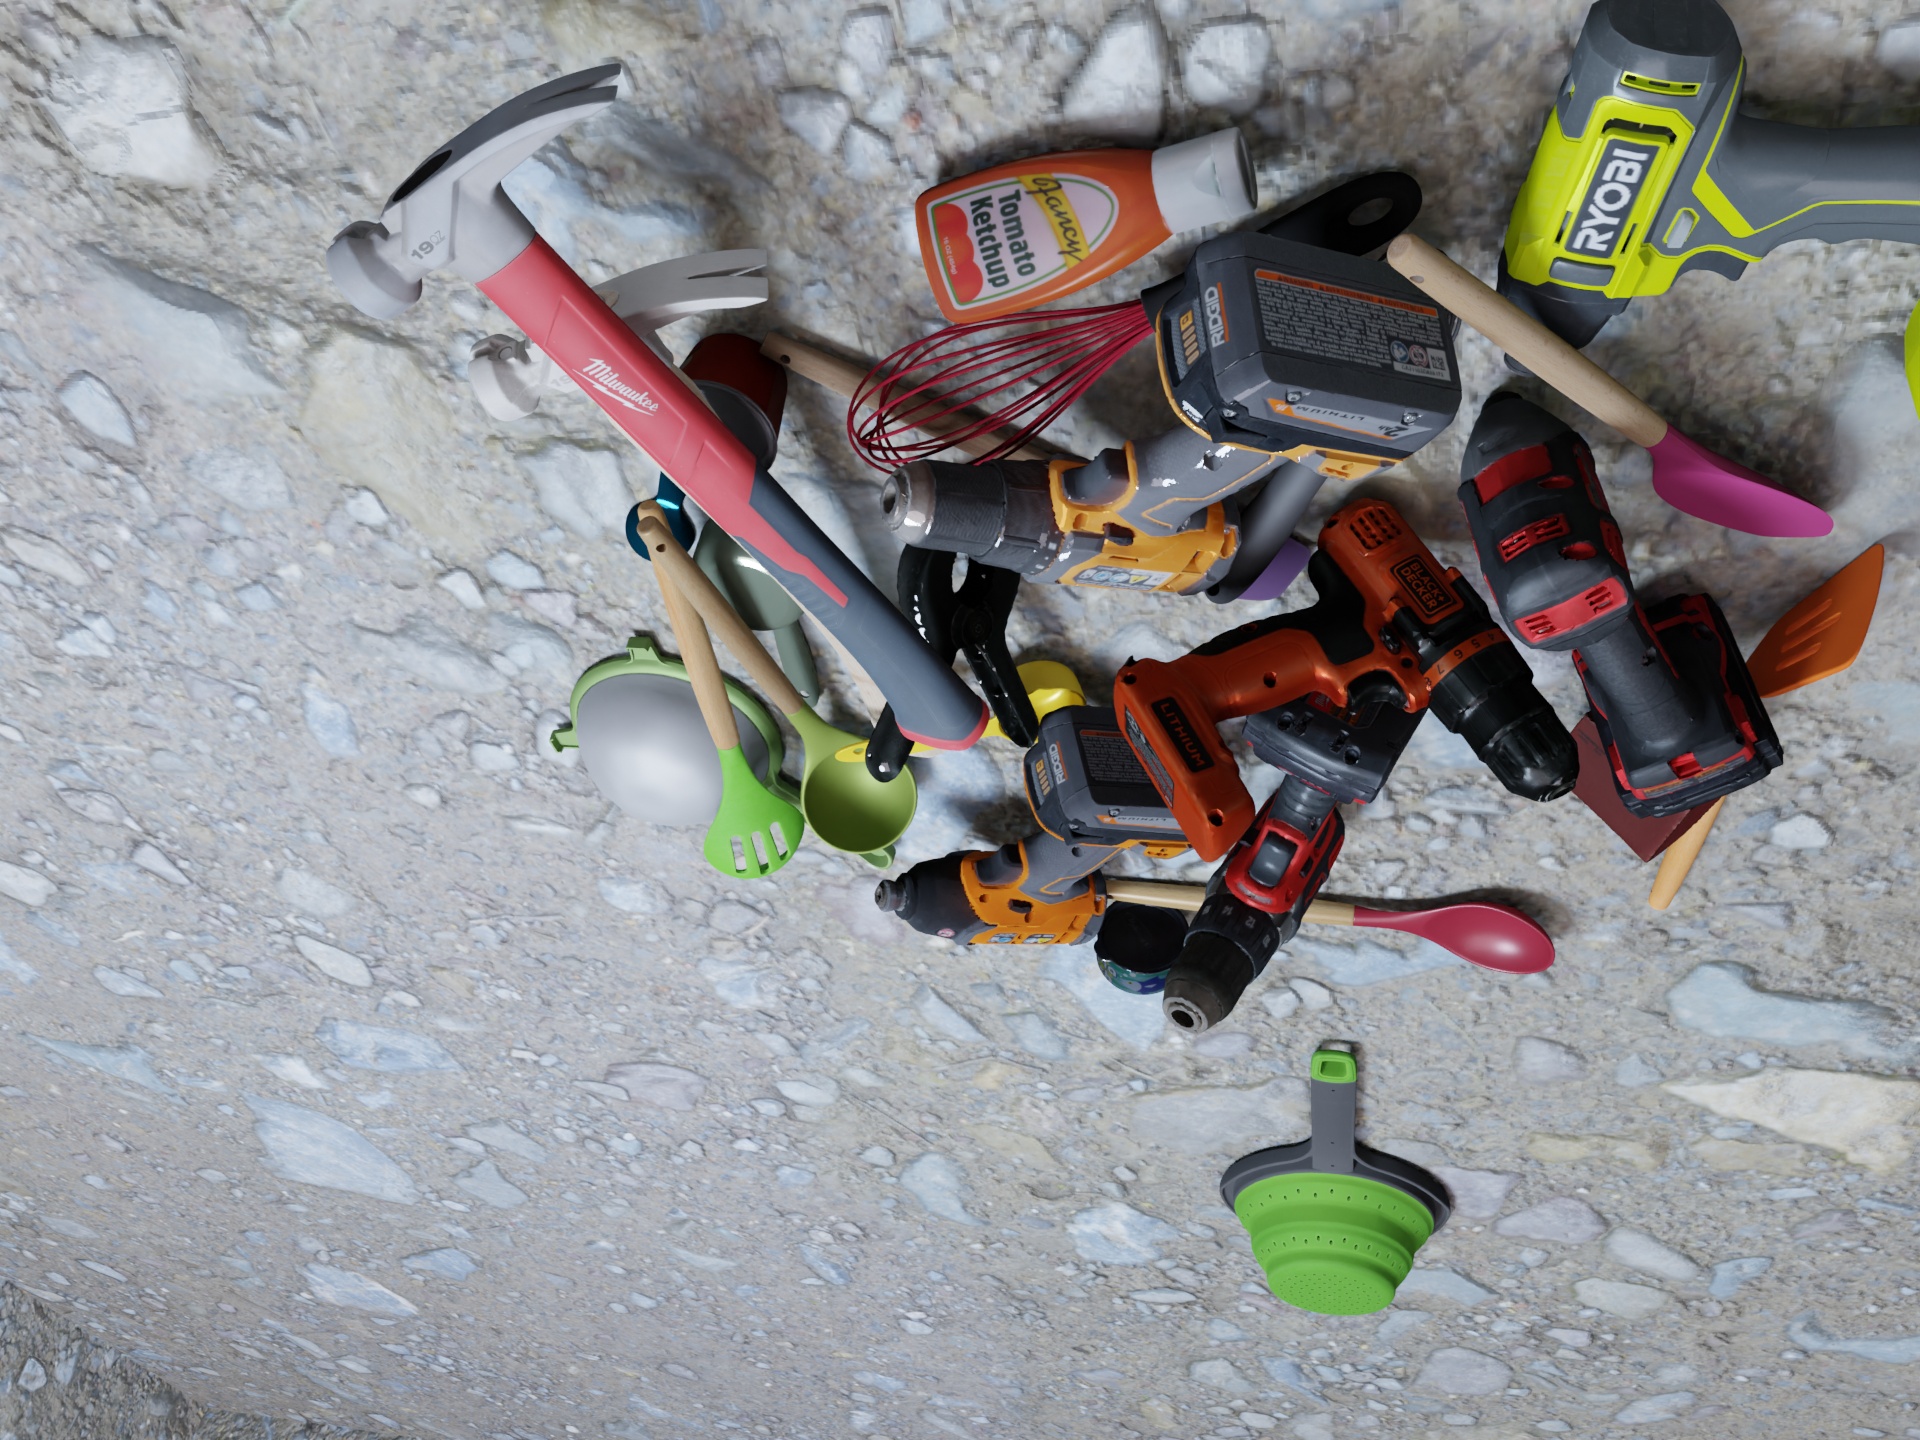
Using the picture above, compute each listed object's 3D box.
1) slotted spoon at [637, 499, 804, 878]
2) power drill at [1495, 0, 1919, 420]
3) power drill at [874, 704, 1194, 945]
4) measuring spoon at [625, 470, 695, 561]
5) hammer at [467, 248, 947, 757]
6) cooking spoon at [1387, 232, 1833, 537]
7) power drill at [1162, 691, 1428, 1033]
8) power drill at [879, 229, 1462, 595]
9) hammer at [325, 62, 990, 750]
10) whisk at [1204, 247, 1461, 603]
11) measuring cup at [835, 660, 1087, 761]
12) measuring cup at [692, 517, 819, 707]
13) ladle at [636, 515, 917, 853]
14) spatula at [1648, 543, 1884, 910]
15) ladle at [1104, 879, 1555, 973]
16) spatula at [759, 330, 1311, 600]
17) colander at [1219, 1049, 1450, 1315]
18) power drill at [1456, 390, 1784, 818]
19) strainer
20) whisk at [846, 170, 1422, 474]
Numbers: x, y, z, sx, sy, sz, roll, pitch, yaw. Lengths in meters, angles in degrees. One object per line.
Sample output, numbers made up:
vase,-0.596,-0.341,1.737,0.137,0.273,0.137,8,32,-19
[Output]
slotted spoon,-0.152,-0.004,0.982,0.070,0.031,0.313,-20,133,-10
power drill,0.341,-0.195,0.650,0.223,0.080,0.171,12,146,7
power drill,0.052,0.079,1.019,0.164,0.084,0.226,4,147,-27
measuring spoon,-0.166,-0.131,0.908,0.042,0.021,0.128,20,141,-9
hammer,-0.080,-0.088,0.859,0.146,0.038,0.410,-16,147,16
cooking spoon,0.293,-0.138,0.703,0.318,0.017,0.069,20,174,-34
power drill,0.187,0.064,0.917,0.080,0.188,0.226,29,141,16
power drill,0.084,-0.124,0.715,0.185,0.084,0.226,3,160,-27
hammer,-0.088,-0.110,0.726,0.143,0.038,0.385,-26,132,22
whisk,0.175,-0.135,0.783,0.055,0.055,0.238,20,141,-8
measuring cup,-0.002,-0.003,0.972,0.156,0.029,0.062,-12,147,0
measuring cup,-0.114,-0.055,0.970,0.083,0.038,0.167,1,137,14
ladle,-0.109,-0.014,0.962,0.078,0.062,0.319,-29,143,3
spatula,0.444,0.027,0.904,0.041,0.081,0.322,19,149,20
ladle,0.246,0.134,1.104,0.315,0.031,0.069,5,137,13
spatula,0.041,-0.134,0.849,0.315,0.018,0.059,23,135,-12
colander,0.318,0.414,1.361,0.204,0.095,0.396,1,139,14
power drill,0.312,-0.059,0.775,0.078,0.143,0.219,-28,133,28
strainer,-0.157,0.055,1.090,0.256,0.069,0.151,32,137,-19
whisk,0.072,-0.184,0.748,0.296,0.073,0.073,-20,131,24
